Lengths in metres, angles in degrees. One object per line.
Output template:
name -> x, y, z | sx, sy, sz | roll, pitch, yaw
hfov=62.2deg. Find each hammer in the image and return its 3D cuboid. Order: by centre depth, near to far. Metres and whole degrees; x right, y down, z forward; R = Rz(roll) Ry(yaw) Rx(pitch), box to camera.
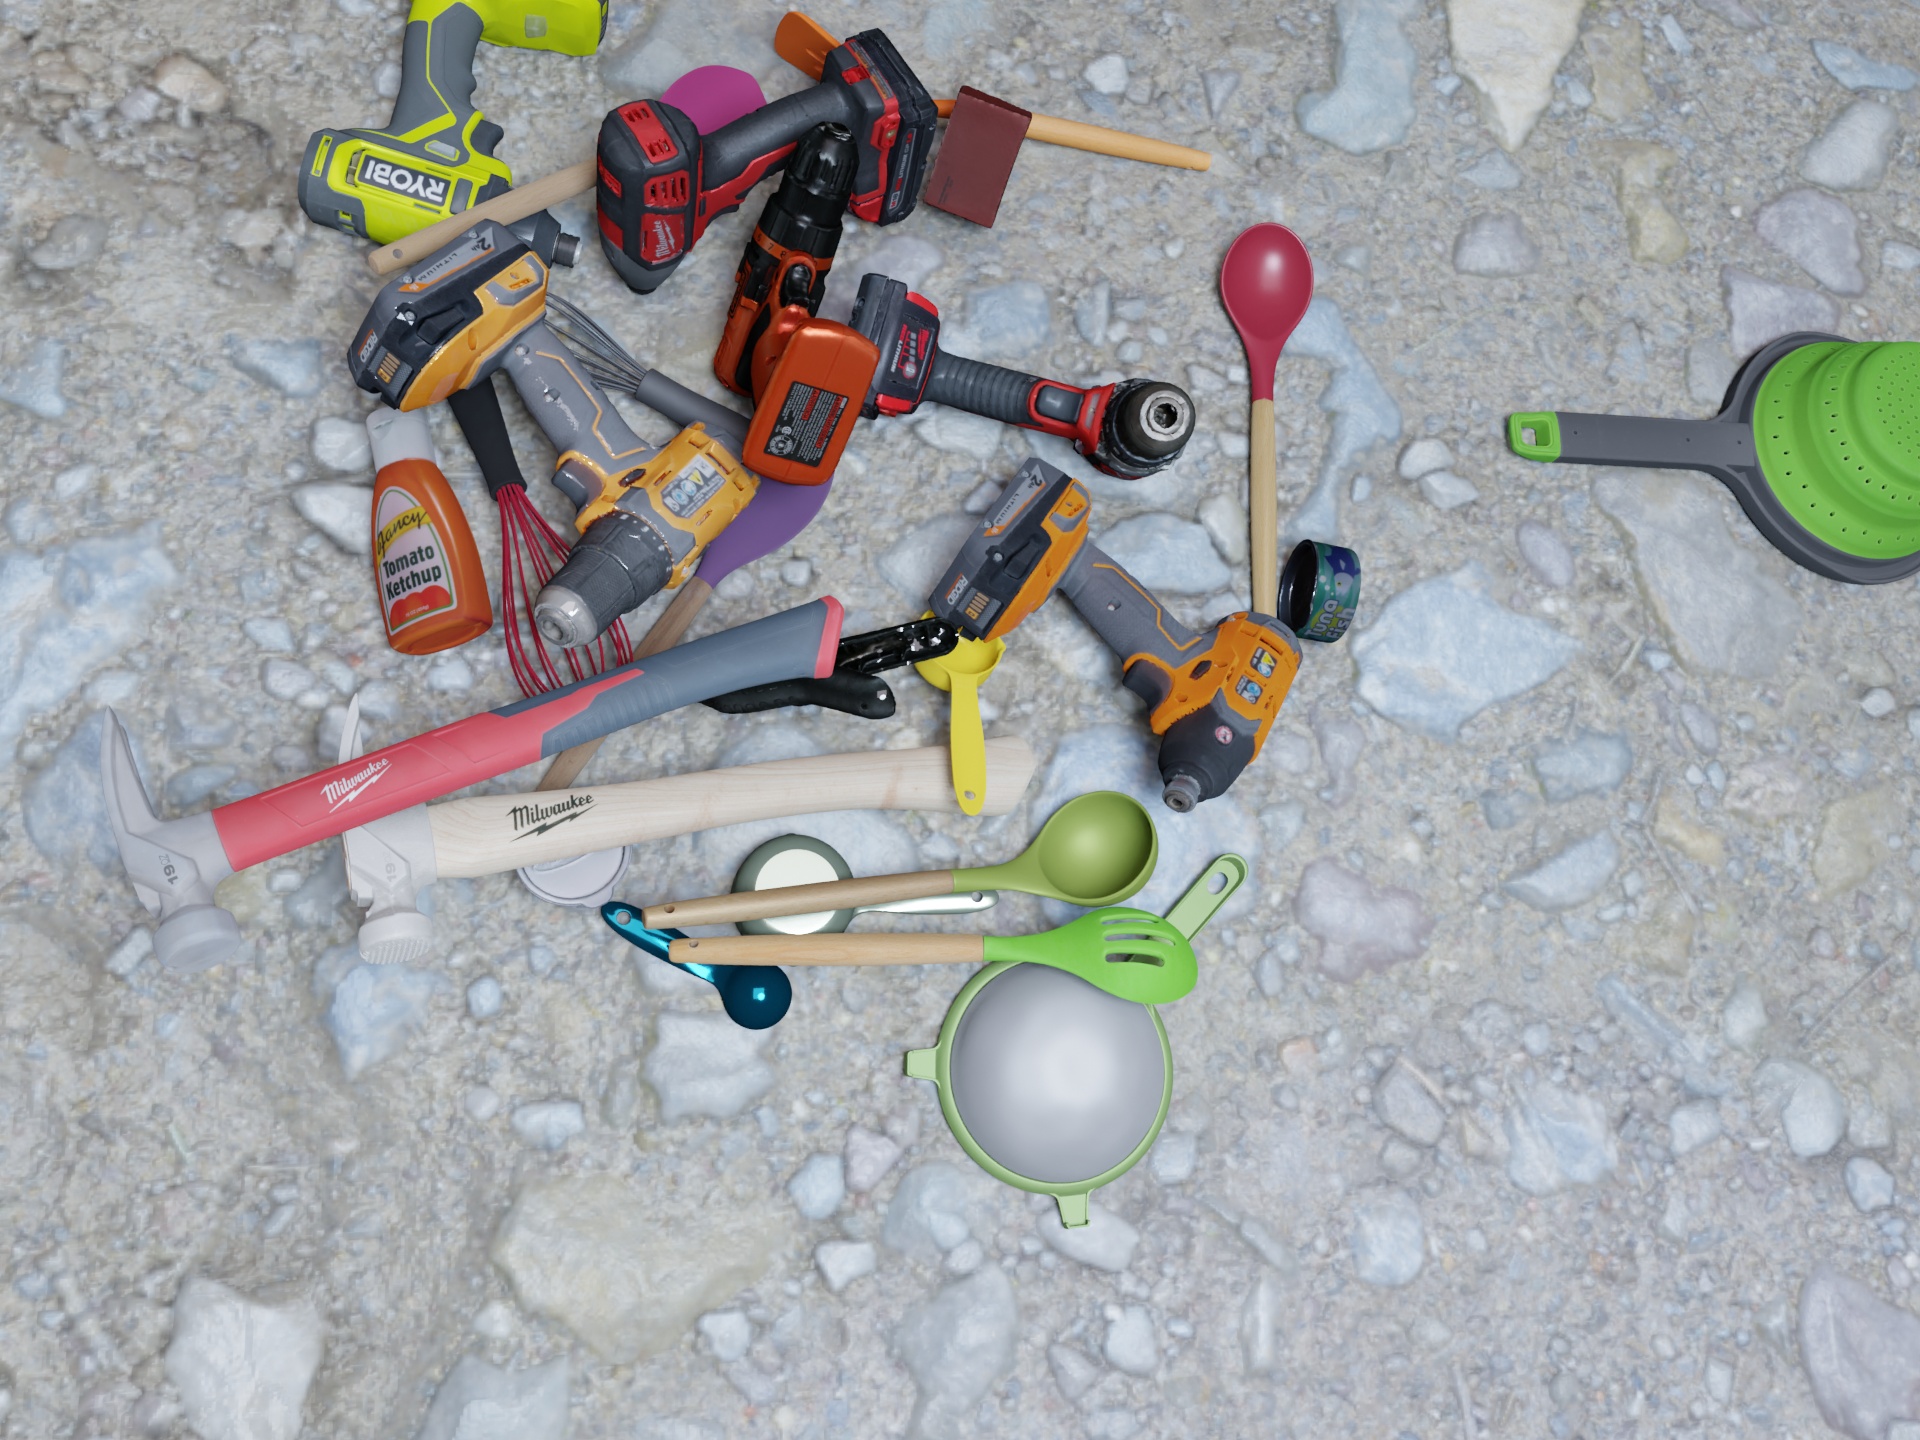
hammer -> -0.245, -0.004, 0.851 | 0.386, 0.038, 0.143 | -22, 68, -20
hammer -> -0.146, 0.038, 0.932 | 0.410, 0.038, 0.146 | -6, 66, -26

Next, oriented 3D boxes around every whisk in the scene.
whisk -> -0.272, -0.125, 0.979 | 0.073, 0.073, 0.296 | -20, 73, -15
whisk -> -0.203, -0.212, 1.019 | 0.239, 0.055, 0.055 | 29, 72, -3

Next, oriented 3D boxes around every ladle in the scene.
ladle -> -0.028, 0.091, 0.946 | 0.320, 0.062, 0.078 | -5, 48, -23
ladle -> 0.213, -0.198, 1.111 | 0.069, 0.031, 0.315 | 4, 77, -7

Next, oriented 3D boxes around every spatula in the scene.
spatula -> -0.175, -0.066, 1.005 | 0.060, 0.018, 0.316 | 33, 71, 3
spatula -> 0.028, -0.435, 1.124 | 0.322, 0.081, 0.041 | 6, 92, -15

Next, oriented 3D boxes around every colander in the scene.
colander -> 0.598, -0.212, 1.153 | 0.397, 0.094, 0.205 | 1, 76, -11

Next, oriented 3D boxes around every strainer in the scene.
strainer -> 0.099, 0.172, 0.971 | 0.151, 0.069, 0.256 | 44, 74, 2

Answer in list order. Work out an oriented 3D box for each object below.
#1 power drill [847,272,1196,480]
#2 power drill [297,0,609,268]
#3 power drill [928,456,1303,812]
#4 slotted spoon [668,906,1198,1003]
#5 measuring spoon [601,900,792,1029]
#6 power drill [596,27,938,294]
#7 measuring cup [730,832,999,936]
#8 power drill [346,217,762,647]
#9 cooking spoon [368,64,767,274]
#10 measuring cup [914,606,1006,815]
power drill -> 0.037, -0.207, 0.998 | 0.226, 0.188, 0.080 | 16, 96, -4
power drill -> -0.312, -0.403, 1.037 | 0.171, 0.080, 0.223 | 14, 77, -12
power drill -> 0.098, -0.048, 1.001 | 0.226, 0.084, 0.164 | 35, 49, -2
slotted spoon -> -0.013, 0.136, 0.935 | 0.313, 0.031, 0.070 | 1, 44, -5
measuring spoon -> -0.159, 0.142, 0.952 | 0.128, 0.021, 0.042 | 30, 72, -4
power drill -> -0.132, -0.353, 1.029 | 0.219, 0.143, 0.079 | -27, 74, -23
measuring cup -> -0.056, 0.107, 0.973 | 0.167, 0.038, 0.083 | 0, 76, -9
power drill -> -0.244, -0.160, 0.926 | 0.226, 0.084, 0.185 | 44, 47, -11
cooking spoon -> -0.240, -0.349, 1.018 | 0.319, 0.017, 0.068 | -39, 117, -34
measuring cup -> -0.002, -0.003, 0.993 | 0.062, 0.029, 0.157 | 9, 55, -18
